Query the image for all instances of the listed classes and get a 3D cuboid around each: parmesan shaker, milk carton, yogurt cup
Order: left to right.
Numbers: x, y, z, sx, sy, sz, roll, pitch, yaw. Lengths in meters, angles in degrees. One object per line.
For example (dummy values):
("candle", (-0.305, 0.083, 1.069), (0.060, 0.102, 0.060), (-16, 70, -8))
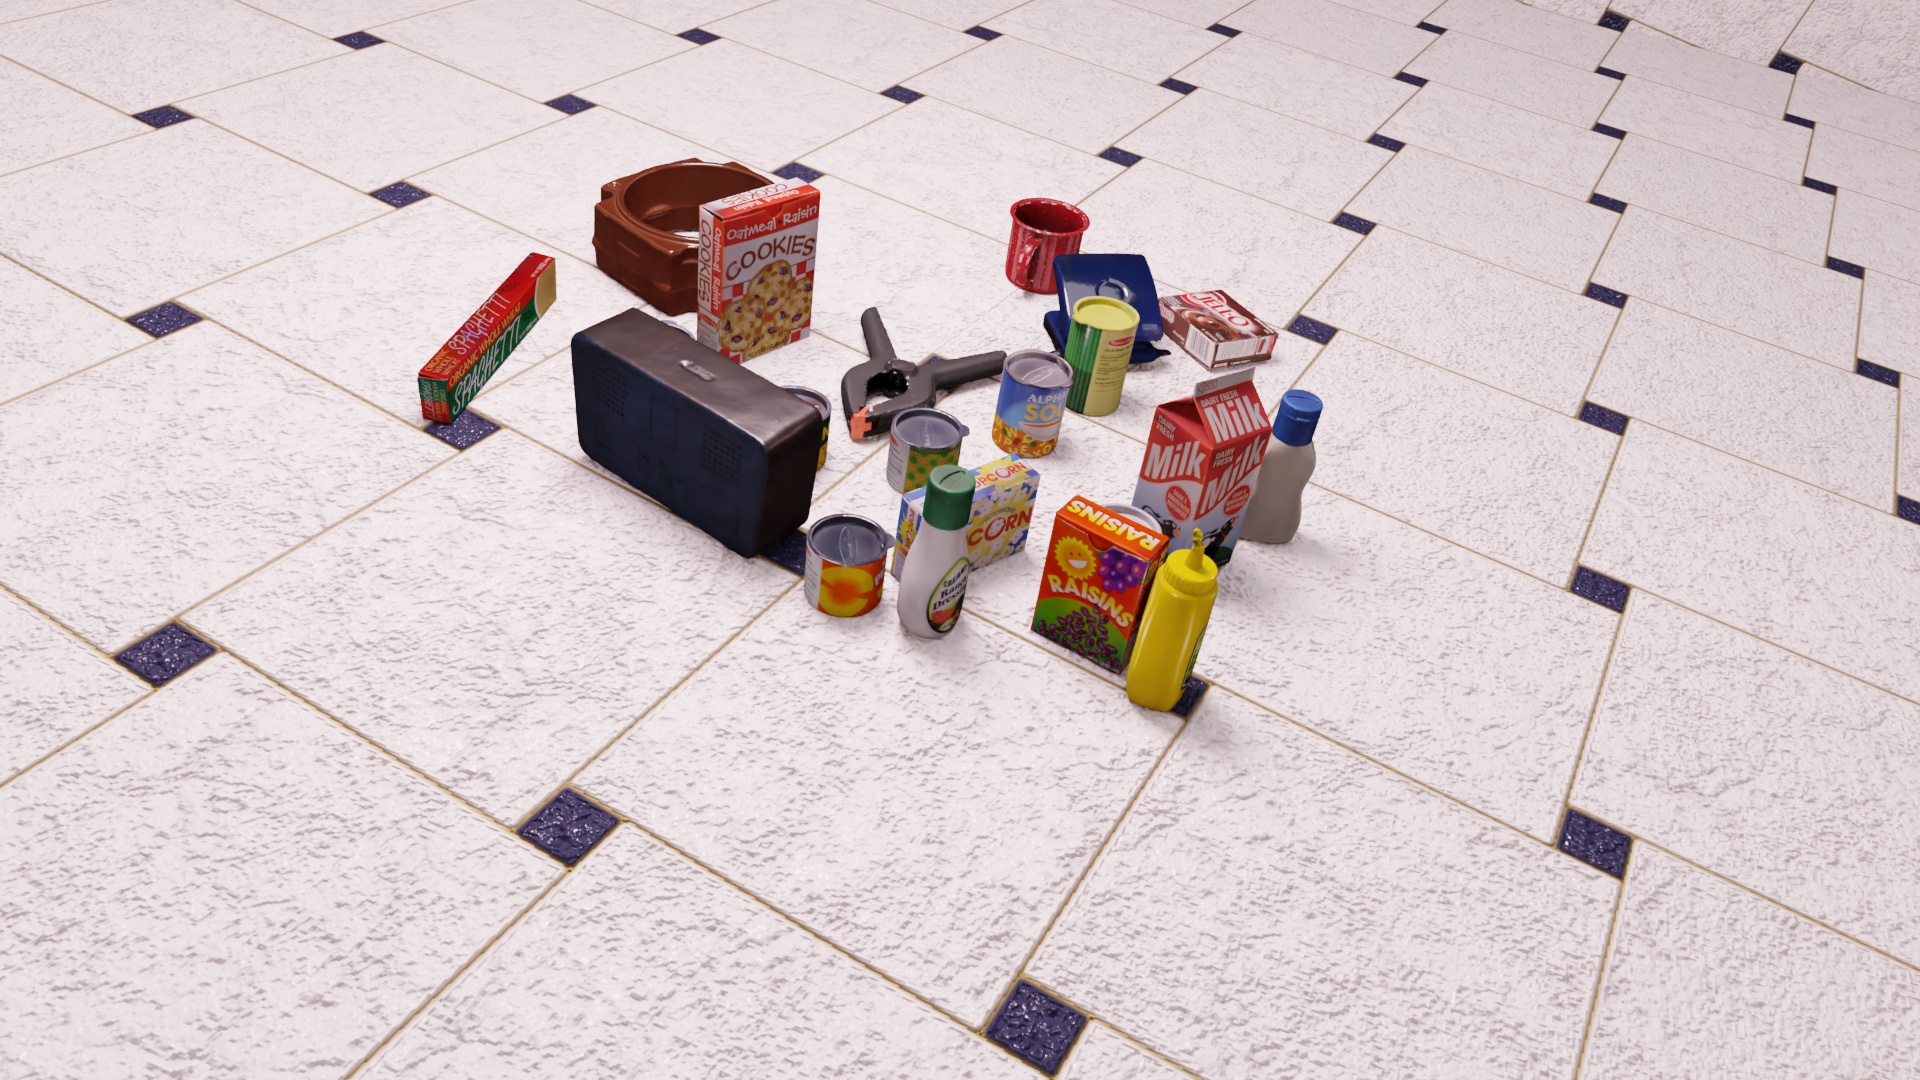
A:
("parmesan shaker", (0.135, -0.185, 1.400), (0.071, 0.102, 0.072), (6, 38, -5))
("yogurt cup", (0.135, 0.008, 1.198), (0.072, 0.053, 0.073), (6, 38, -5))
("milk carton", (0.205, -0.062, 1.191), (0.072, 0.189, 0.073), (-19, 46, -32))

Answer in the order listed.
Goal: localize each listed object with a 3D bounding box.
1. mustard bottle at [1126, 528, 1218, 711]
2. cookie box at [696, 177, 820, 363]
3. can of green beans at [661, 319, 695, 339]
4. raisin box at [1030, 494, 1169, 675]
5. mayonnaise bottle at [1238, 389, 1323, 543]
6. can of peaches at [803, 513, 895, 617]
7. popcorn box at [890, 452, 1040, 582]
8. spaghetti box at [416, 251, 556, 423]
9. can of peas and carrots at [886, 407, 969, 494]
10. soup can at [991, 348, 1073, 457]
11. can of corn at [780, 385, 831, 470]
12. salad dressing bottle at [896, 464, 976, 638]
("mustard bottle", (0.165, 0.057, 1.057), (0.049, 0.159, 0.066), (20, 39, 12))
("cookie box", (-0.199, -0.263, 1.372), (0.040, 0.166, 0.123), (35, 44, 28))
("can of green beans", (-0.286, -0.166, 1.320), (0.071, 0.057, 0.071), (6, 38, -5))
("raisin box", (0.108, 0.036, 1.101), (0.086, 0.122, 0.040), (27, 41, 21))
("mayonnaise bottle", (0.288, -0.065, 1.247), (0.065, 0.147, 0.041), (8, 38, -2))
("can of peaches", (-0.091, 0.021, 1.129), (0.071, 0.057, 0.071), (6, 38, -5))
("popcorn box", (0.004, -0.015, 1.172), (0.127, 0.084, 0.038), (-22, 48, -34))
("spaghetti box", (-0.448, -0.198, 1.331), (0.029, 0.049, 0.251), (12, 38, 3))
("can of peas and carrots", (-0.030, -0.080, 1.267), (0.071, 0.058, 0.071), (6, 38, -5))
("soup can", (0.070, -0.129, 1.331), (0.071, 0.083, 0.072), (6, 38, -5))
("can of corn", (-0.151, -0.098, 1.264), (0.071, 0.058, 0.071), (6, 38, -5))
("salad dressing bottle", (-0.016, 0.010, 1.087), (0.044, 0.146, 0.064), (32, 43, 26))
